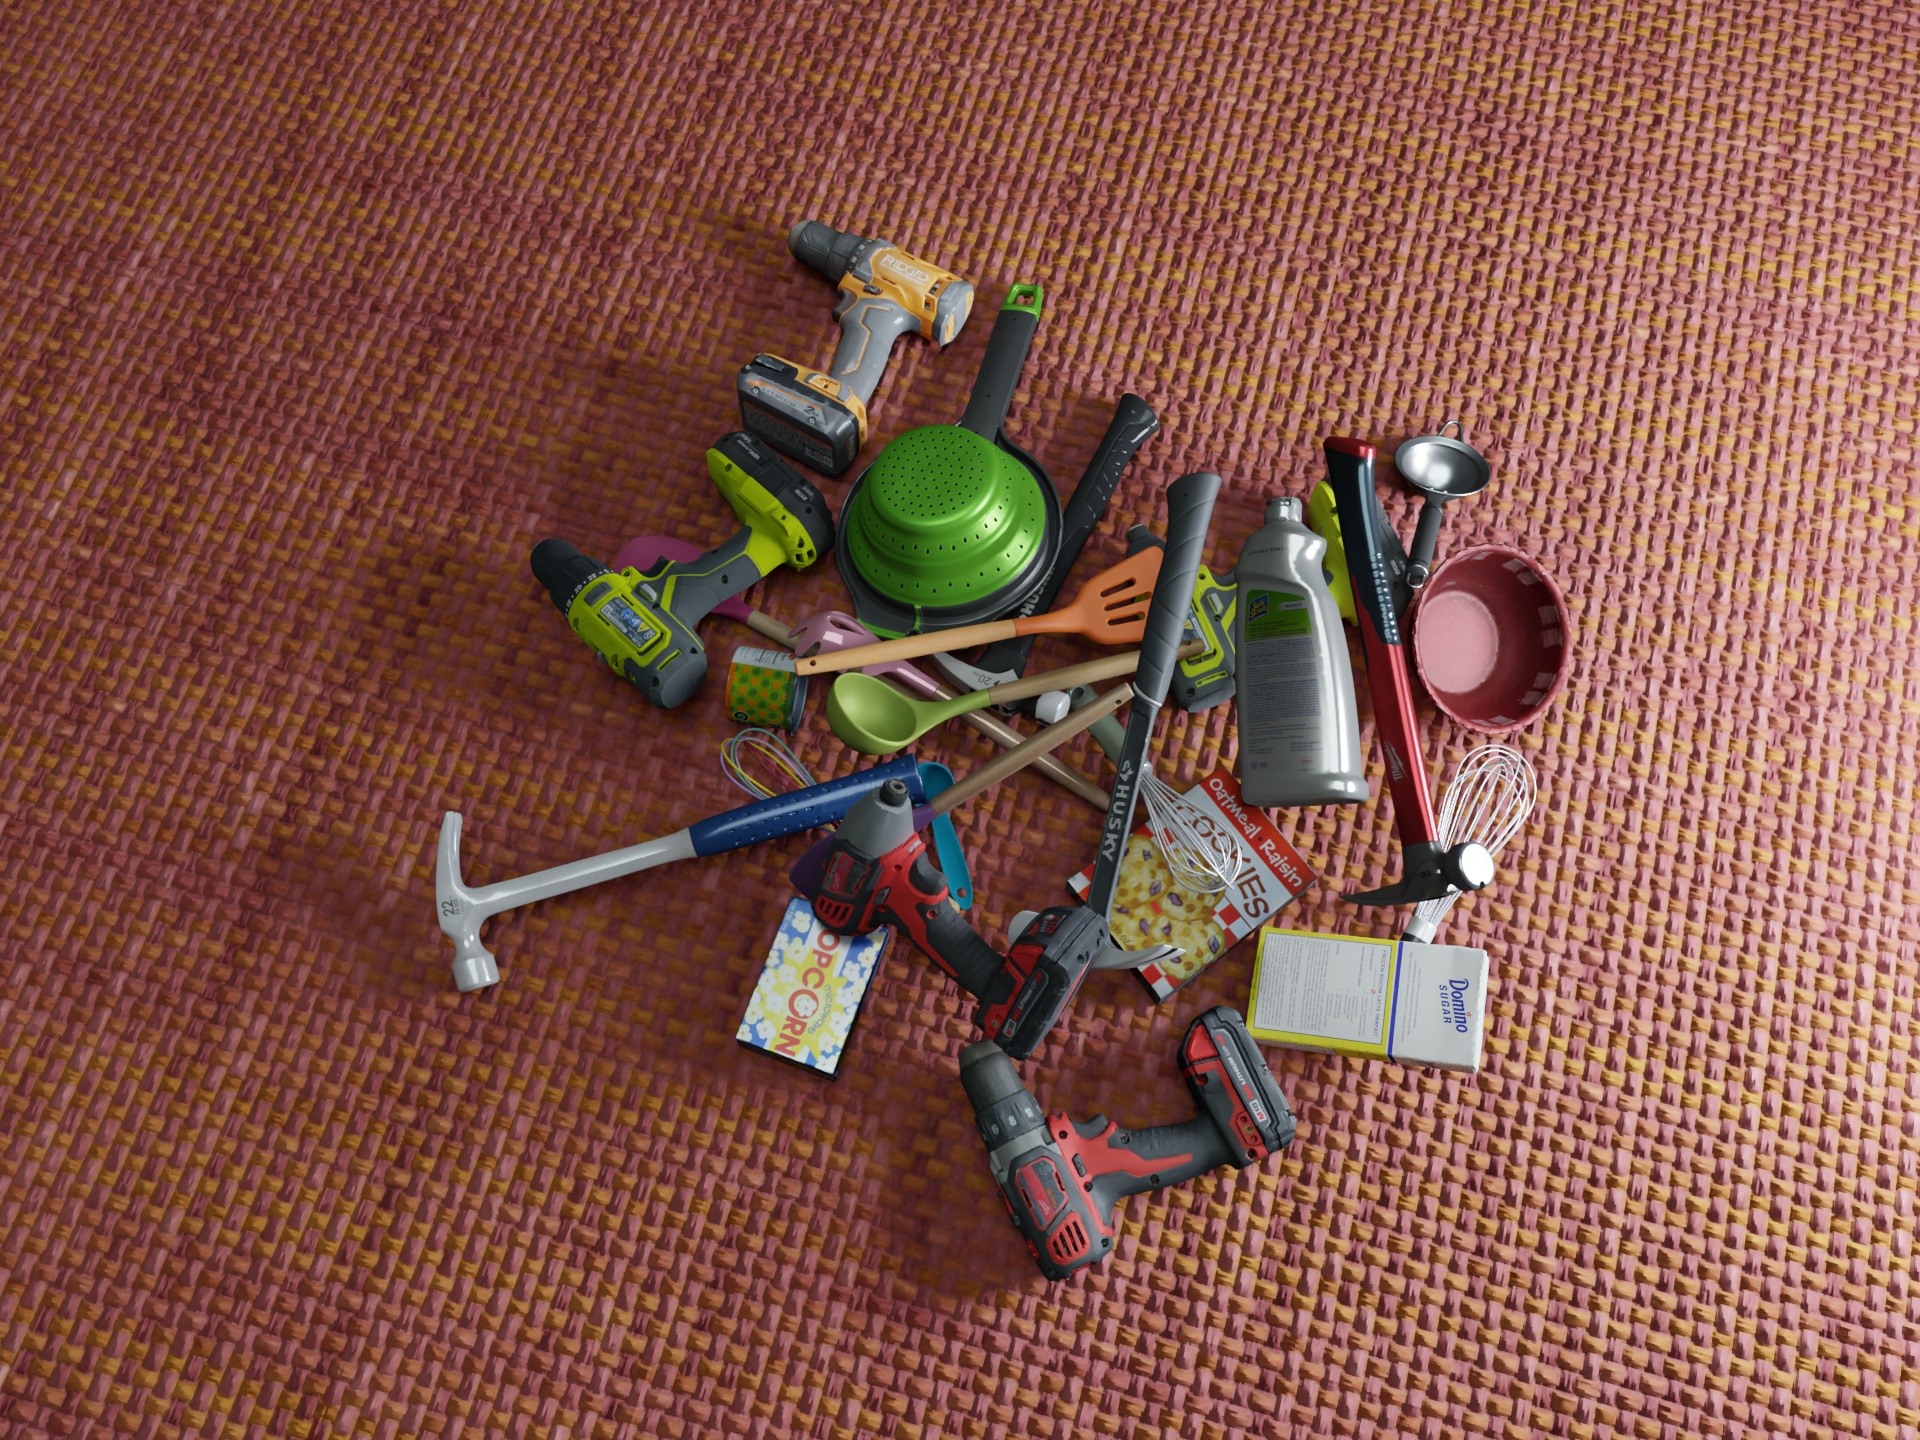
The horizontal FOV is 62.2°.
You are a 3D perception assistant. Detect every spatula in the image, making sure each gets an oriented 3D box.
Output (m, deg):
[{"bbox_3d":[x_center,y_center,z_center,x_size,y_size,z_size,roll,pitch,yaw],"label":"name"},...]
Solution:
[{"bbox_3d":[0.022,-0.075,1.317,0.322,0.041,0.081,-11,79,-10],"label":"spatula"},{"bbox_3d":[0.000,0.055,1.270,0.316,0.059,0.018,-31,38,9],"label":"spatula"}]

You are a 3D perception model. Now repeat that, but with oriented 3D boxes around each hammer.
[{"bbox_3d":[-0.229,0.096,1.290,0.405,0.035,0.144,-16,85,0],"label":"hammer"},{"bbox_3d":[0.088,-0.156,1.408,0.146,0.035,0.335,21,69,17],"label":"hammer"},{"bbox_3d":[0.147,-0.001,1.259,0.149,0.036,0.409,8,81,41],"label":"hammer"},{"bbox_3d":[0.335,-0.044,1.296,0.038,0.143,0.386,-1,76,-29],"label":"hammer"}]

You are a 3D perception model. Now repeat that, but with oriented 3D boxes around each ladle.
[{"bbox_3d":[0.048,-0.034,1.302,0.320,0.062,0.078,-14,49,-6],"label":"ladle"}]

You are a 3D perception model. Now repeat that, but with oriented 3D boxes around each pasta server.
[{"bbox_3d":[-0.002,-0.004,1.345,0.316,0.040,0.060,33,31,-1],"label":"pasta server"}]

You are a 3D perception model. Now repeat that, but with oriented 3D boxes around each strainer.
[{"bbox_3d":[0.408,-0.182,1.382,0.087,0.050,0.259,17,41,12],"label":"strainer"}]

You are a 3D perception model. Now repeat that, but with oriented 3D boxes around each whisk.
[{"bbox_3d":[0.391,0.145,1.300,0.070,0.070,0.285,29,78,9],"label":"whisk"},{"bbox_3d":[0.152,0.050,1.303,0.058,0.059,0.247,-40,51,6],"label":"whisk"},{"bbox_3d":[-0.100,0.087,1.327,0.245,0.047,0.051,37,86,7],"label":"whisk"}]

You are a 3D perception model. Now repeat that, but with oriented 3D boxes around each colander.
[{"bbox_3d":[0.005,-0.256,1.400,0.204,0.094,0.397,10,65,15],"label":"colander"}]

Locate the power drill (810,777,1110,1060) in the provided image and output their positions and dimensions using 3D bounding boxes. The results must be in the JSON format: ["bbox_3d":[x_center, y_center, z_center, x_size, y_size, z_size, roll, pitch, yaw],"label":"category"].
[{"bbox_3d":[-0.006,0.144,1.215,0.220,0.143,0.078,33,35,13],"label":"power drill"}]

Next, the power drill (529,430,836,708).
[{"bbox_3d":[-0.240,-0.142,1.371,0.191,0.080,0.228,41,73,19],"label":"power drill"}]

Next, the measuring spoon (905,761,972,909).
[{"bbox_3d":[-0.014,0.098,1.338,0.042,0.021,0.129,-16,80,-6],"label":"measuring spoon"}]

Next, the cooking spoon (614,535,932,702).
[{"bbox_3d":[-0.162,-0.079,1.395,0.319,0.017,0.069,27,67,9],"label":"cooking spoon"}]

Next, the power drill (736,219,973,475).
[{"bbox_3d":[-0.119,-0.356,1.463,0.185,0.084,0.226,29,69,10],"label":"power drill"}]

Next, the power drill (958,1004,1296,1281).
[{"bbox_3d":[0.123,0.301,1.234,0.226,0.080,0.188,-25,72,-6],"label":"power drill"}]

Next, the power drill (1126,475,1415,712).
[{"bbox_3d":[0.262,-0.123,1.384,0.223,0.080,0.171,-21,73,-4],"label":"power drill"}]
